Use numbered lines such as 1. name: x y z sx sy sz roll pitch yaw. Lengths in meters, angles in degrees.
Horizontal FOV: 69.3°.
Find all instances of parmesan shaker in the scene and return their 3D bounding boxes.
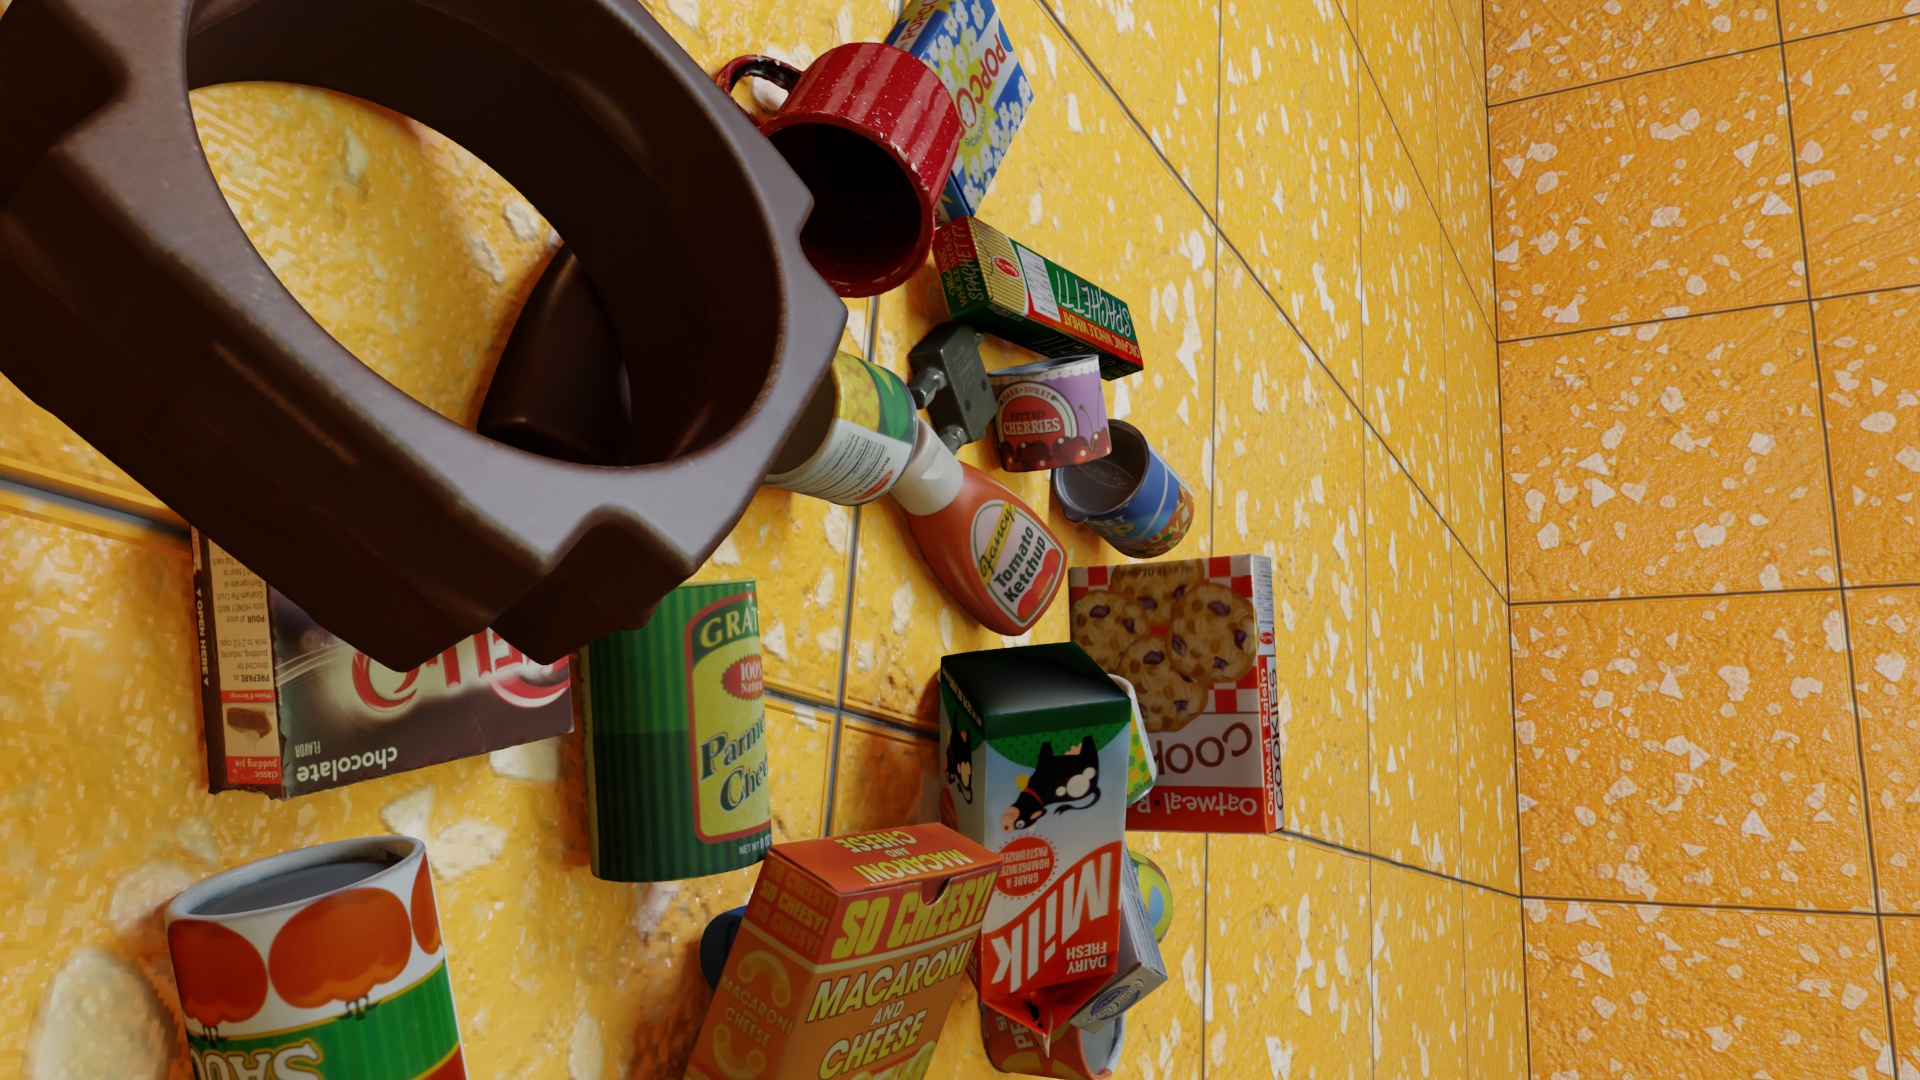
1. parmesan shaker: -0.104 0.067 0.511 0.071 0.071 0.103 -2 87 -61

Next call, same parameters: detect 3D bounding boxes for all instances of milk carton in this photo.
1. milk carton: 0.033 0.153 0.680 0.072 0.073 0.189 -134 -138 -64

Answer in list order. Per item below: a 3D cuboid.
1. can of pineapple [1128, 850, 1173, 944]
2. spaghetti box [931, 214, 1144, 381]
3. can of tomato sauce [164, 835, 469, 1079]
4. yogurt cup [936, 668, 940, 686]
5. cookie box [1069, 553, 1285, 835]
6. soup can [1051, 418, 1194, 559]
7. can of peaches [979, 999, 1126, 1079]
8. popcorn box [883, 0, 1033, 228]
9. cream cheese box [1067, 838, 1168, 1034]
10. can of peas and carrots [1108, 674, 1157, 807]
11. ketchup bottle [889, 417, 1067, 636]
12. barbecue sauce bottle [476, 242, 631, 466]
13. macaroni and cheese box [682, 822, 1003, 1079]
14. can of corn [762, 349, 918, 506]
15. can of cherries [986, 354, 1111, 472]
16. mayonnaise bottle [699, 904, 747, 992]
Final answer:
1. can of pineapple: 0.085 0.211 0.818 0.058 0.071 0.071 31 59 -56
2. spaghetti box: 0.054 -0.138 0.835 0.250 0.028 0.050 5 69 -64
3. can of tomato sauce: -0.173 0.131 0.376 0.071 0.071 0.083 -16 99 -60
4. yogurt cup: 0.022 0.093 0.732 0.072 0.072 0.053 -20 111 -60
5. cookie box: 0.134 0.097 0.864 0.040 0.123 0.167 9 78 -59
6. soup can: 0.105 -0.029 0.895 0.083 0.071 0.071 36 55 -53
7. can of peaches: 0.052 0.259 0.759 0.071 0.058 0.071 14 74 -59
8. popcorn box: -0.007 -0.241 0.758 0.085 0.038 0.127 58 39 -36
9. cream cheese box: 0.071 0.200 0.731 0.024 0.053 0.104 38 21 -28
10. can of peas and carrots: 0.075 0.120 0.819 0.071 0.071 0.058 -47 125 -53
11. ketchup bottle: 0.003 -0.009 0.729 0.065 0.043 0.148 -60 138 -16
12. barbecue sauce bottle: -0.127 -0.089 0.517 0.064 0.043 0.149 40 51 -44
13. macaroni and cheese box: -0.052 0.198 0.542 0.124 0.040 0.166 13 99 -60
14. can of corn: -0.063 -0.053 0.604 0.058 0.071 0.071 15 73 -59
15. can of cherries: 0.050 -0.073 0.803 0.072 0.071 0.058 -27 110 -59
16. mayonnaise bottle: -0.053 0.167 0.608 0.148 0.041 0.065 5 84 -61
